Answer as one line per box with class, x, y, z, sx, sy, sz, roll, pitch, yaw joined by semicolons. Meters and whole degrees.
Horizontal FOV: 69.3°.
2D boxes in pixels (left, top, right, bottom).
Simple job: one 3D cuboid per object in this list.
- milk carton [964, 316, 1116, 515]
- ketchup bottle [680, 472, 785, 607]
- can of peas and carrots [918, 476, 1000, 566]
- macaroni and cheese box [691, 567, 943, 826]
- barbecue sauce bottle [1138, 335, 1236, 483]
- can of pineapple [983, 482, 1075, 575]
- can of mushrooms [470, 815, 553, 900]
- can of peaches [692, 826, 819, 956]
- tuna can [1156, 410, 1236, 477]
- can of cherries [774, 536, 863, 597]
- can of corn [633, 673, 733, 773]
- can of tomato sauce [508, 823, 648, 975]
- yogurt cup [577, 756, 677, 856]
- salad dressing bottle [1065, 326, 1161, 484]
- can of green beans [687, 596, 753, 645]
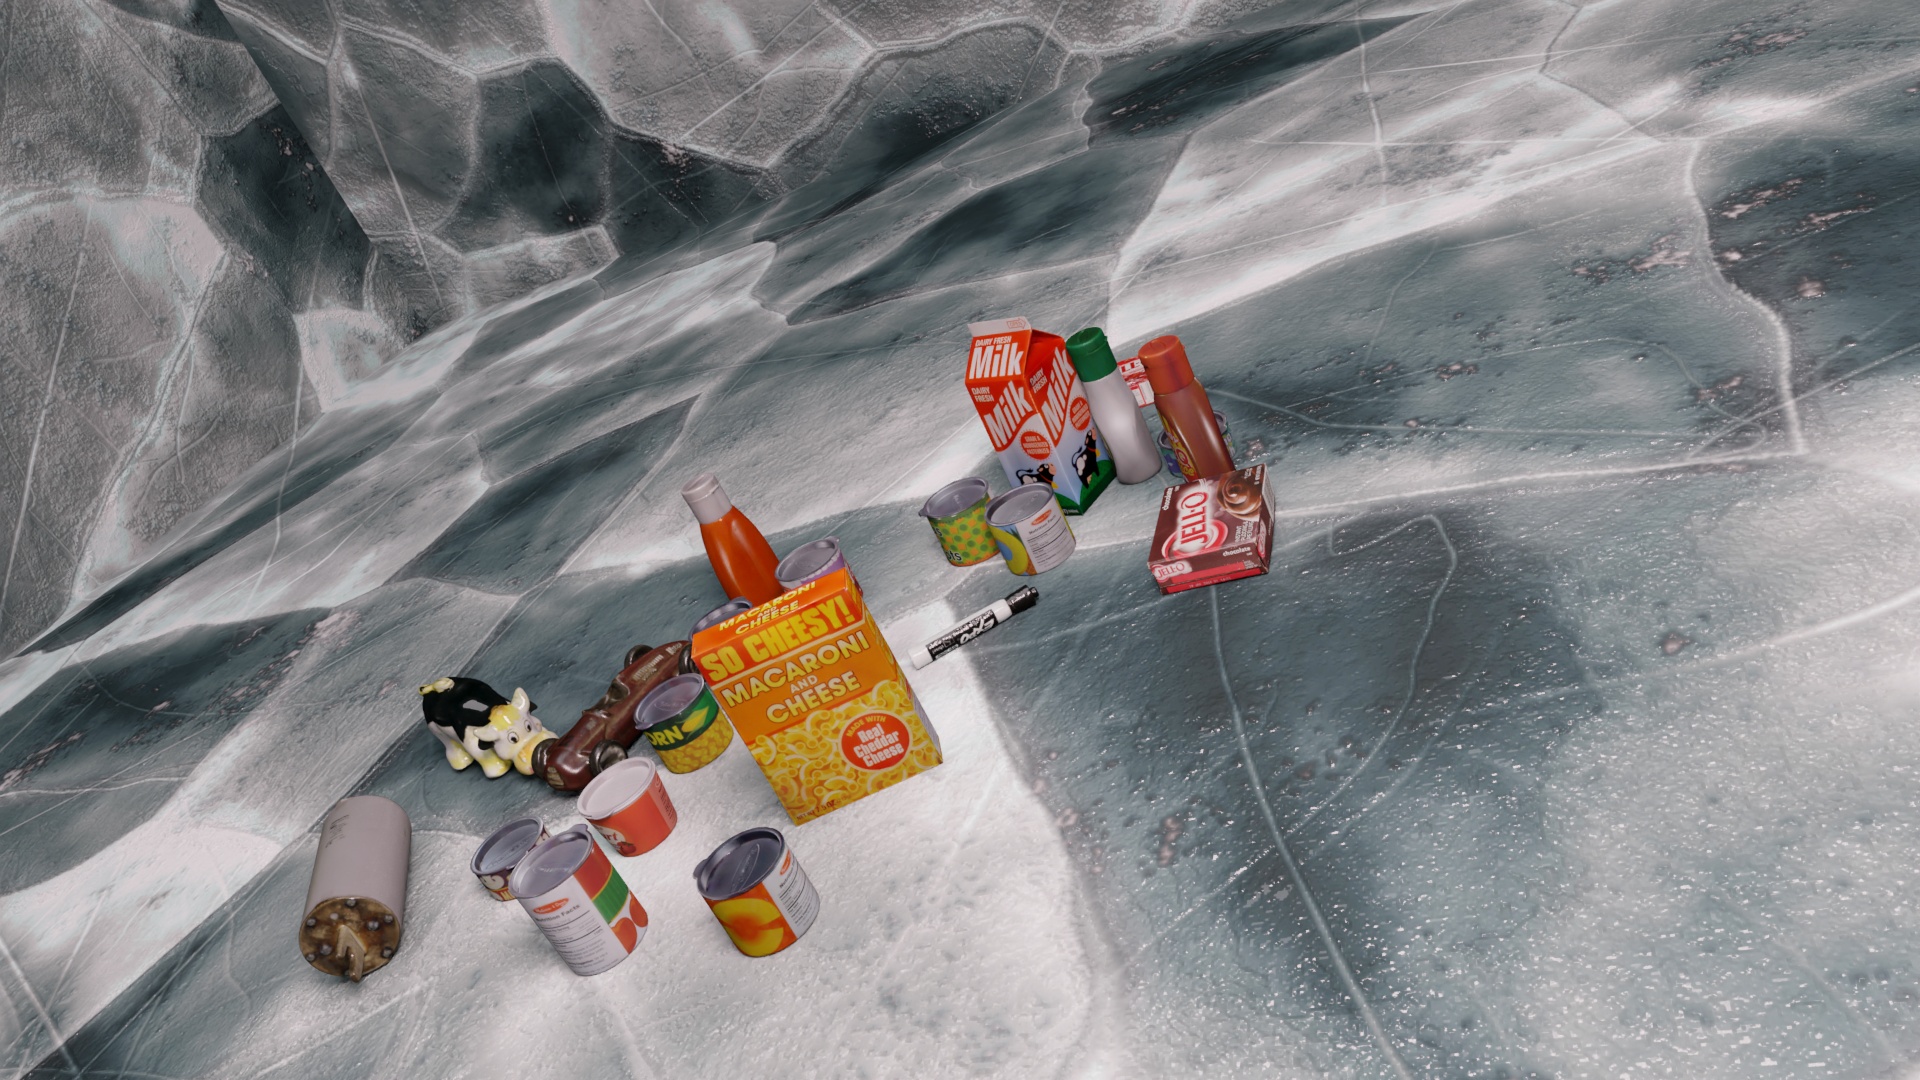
milk carton;0.069;-0.119;1.275;0.072;0.190;0.074;-1;35;42
ketchup bottle;-0.222;0.004;1.358;0.043;0.148;0.065;-5;33;38
can of peas and carrots;0.005;-0.016;1.292;0.071;0.058;0.071;-21;26;11
macaroni and cheese box;-0.104;0.116;1.019;0.124;0.166;0.040;-24;25;4
barbecue sauce bottle;0.193;-0.102;1.176;0.044;0.148;0.065;-27;25;0
can of pineapple;0.061;-0.011;1.231;0.071;0.057;0.071;-21;26;11
can of mushrooms;-0.363;0.261;1.138;0.071;0.033;0.071;-21;26;11
can of peaches;-0.139;0.239;0.945;0.071;0.058;0.071;-21;26;11
tuna can;0.217;-0.088;1.261;0.071;0.032;0.071;-21;26;11
can of cherries;-0.131;0.039;1.313;0.071;0.058;0.072;-21;26;11
can of corn;-0.237;0.158;1.187;0.071;0.058;0.071;-21;26;11
can of tomato sauce;-0.273;0.259;1.002;0.071;0.082;0.071;-21;26;11
yogurt cup;-0.263;0.215;1.110;0.072;0.053;0.073;-21;26;11
salad dressing bottle;0.139;-0.123;1.267;0.044;0.147;0.064;-18;26;16
can of green beans;-0.207;0.097;1.275;0.071;0.057;0.071;-21;26;11
